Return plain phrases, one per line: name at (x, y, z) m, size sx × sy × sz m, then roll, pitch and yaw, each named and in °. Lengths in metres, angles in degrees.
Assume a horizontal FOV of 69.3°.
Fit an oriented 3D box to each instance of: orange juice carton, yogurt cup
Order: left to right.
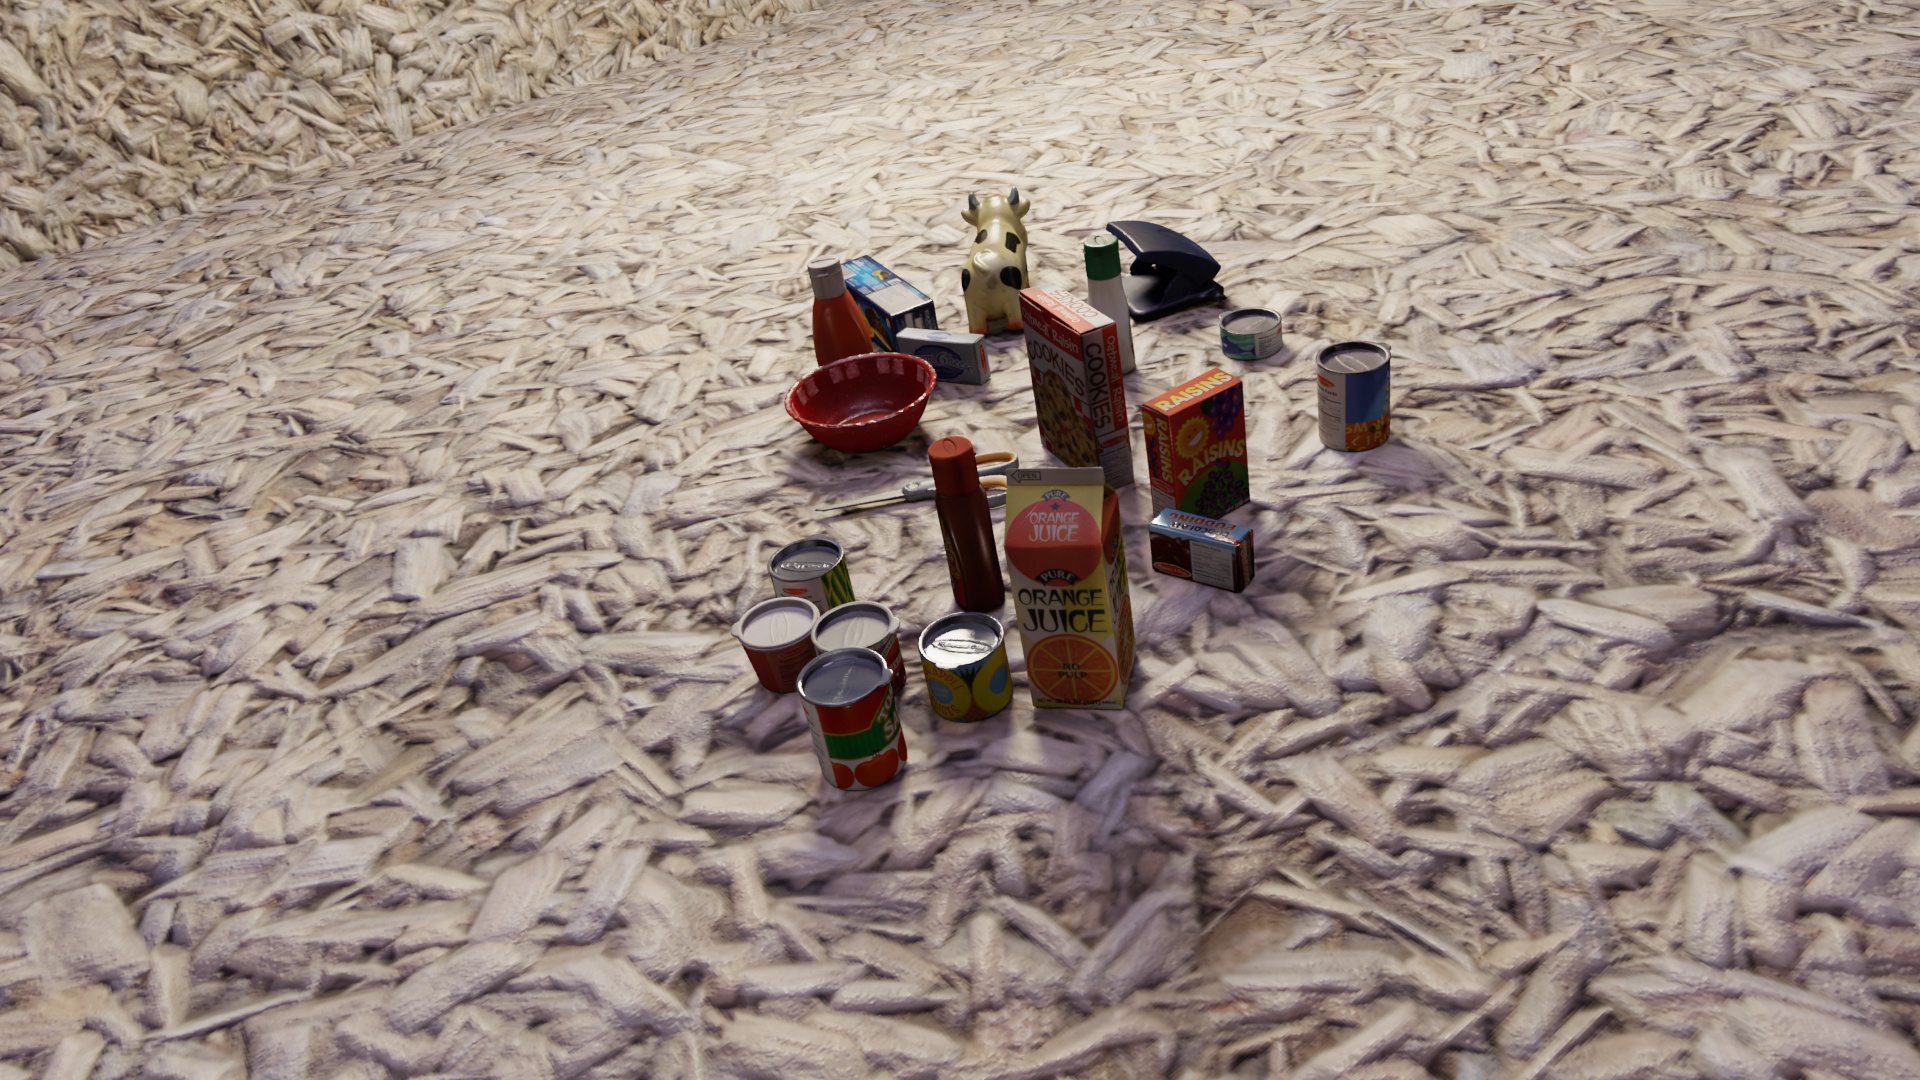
yogurt cup at (-0.142, 0.086, 1.126) m, size 0.072 × 0.053 × 0.073 m, roll -8°, pitch 33°, yaw 5°
orange juice carton at (0.081, 0.028, 1.021) m, size 0.072 × 0.191 × 0.073 m, roll 0°, pitch 34°, yaw 17°

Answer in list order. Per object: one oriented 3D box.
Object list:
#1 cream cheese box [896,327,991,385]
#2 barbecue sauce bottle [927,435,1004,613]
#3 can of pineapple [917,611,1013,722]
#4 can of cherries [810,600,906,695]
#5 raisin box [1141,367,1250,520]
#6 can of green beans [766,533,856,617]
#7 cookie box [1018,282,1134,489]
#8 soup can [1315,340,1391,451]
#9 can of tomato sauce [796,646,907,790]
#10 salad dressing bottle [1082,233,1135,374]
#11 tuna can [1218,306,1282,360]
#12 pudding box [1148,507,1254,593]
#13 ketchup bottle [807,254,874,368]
cream cheese box at (-0.019, -0.204, 1.537) m, size 0.104 × 0.053 × 0.024 m, roll 10°, pitch 38°, yaw 30°
barbecue sauce bottle at (0.004, -0.014, 1.150) m, size 0.044 × 0.147 × 0.065 m, roll -15°, pitch 32°, yaw -6°
can of pineapple at (0.003, 0.098, 1.061) m, size 0.071 × 0.057 × 0.071 m, roll -8°, pitch 33°, yaw 5°
can of cherries at (-0.077, 0.090, 1.096) m, size 0.071 × 0.058 × 0.072 m, roll -8°, pitch 33°, yaw 5°
raisin box at (0.206, -0.076, 1.208) m, size 0.086 × 0.122 × 0.040 m, roll -26°, pitch 35°, yaw -22°
can of green beans at (-0.127, 0.039, 1.191) m, size 0.071 × 0.057 × 0.071 m, roll -8°, pitch 33°, yaw 5°
cookie box at (0.108, -0.144, 1.301) m, size 0.040 × 0.166 × 0.123 m, roll -22°, pitch 34°, yaw -16°
soup can at (0.367, -0.134, 1.286) m, size 0.071 × 0.083 × 0.072 m, roll -8°, pitch 32°, yaw 5°
can of tomato sauce at (-0.076, 0.130, 1.012) m, size 0.071 × 0.082 × 0.071 m, roll -8°, pitch 32°, yaw 5°
salad dressing bottle at (0.156, -0.248, 1.465) m, size 0.044 × 0.147 × 0.064 m, roll -12°, pitch 32°, yaw -1°
tuna can at (0.309, -0.222, 1.486) m, size 0.071 × 0.032 × 0.071 m, roll -8°, pitch 33°, yaw 5°
pudding box at (0.199, 0.008, 1.149) m, size 0.084 × 0.049 × 0.030 m, roll 15°, pitch 41°, yaw 35°
ketchup bottle at (-0.136, -0.241, 1.541) m, size 0.065 × 0.148 × 0.044 m, roll -8°, pitch 32°, yaw 5°
